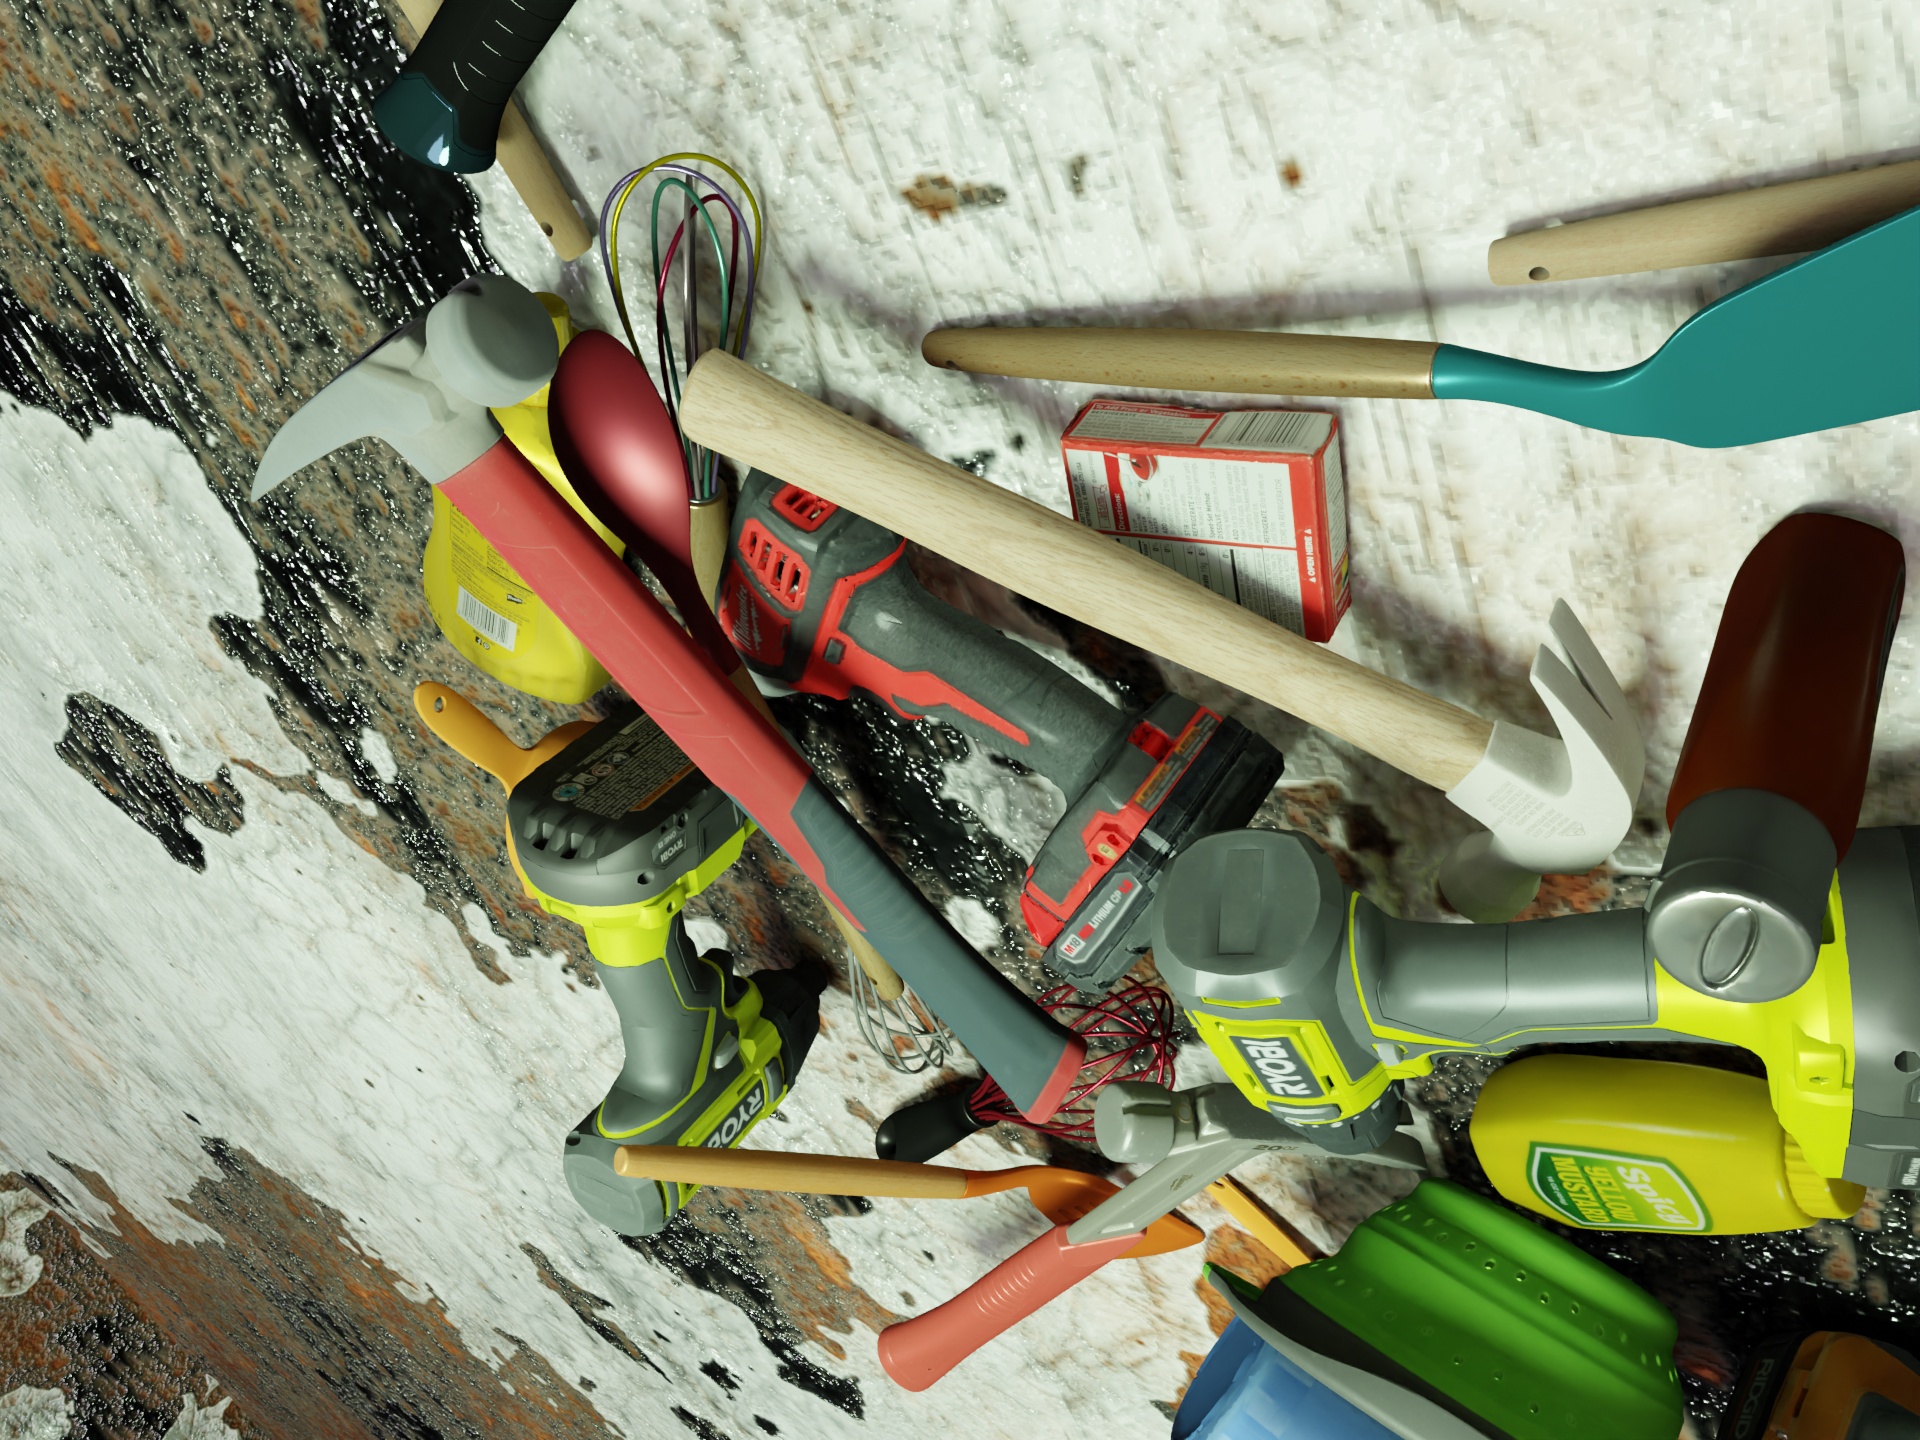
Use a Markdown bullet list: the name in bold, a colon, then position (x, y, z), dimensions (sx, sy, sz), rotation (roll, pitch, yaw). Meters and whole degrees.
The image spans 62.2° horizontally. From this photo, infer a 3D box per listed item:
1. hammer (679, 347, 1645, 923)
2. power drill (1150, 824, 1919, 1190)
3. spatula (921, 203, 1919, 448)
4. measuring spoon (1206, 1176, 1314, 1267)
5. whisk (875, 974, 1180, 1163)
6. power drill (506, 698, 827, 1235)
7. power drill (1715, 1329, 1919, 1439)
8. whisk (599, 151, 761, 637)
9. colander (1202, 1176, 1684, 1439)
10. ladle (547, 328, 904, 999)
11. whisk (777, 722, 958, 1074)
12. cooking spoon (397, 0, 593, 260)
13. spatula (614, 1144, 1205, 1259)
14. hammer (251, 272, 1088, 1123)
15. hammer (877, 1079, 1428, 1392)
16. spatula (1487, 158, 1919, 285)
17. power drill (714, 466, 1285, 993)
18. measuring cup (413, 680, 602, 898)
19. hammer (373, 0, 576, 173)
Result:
- **hammer**: position (0.061, -0.039, 0.513), dimensions (0.331, 0.031, 0.130), rotation (26, 148, 3)
- **power drill**: position (0.193, 0.100, 0.522), dimensions (0.228, 0.080, 0.190), rotation (-4, 146, 25)
- **spatula**: position (0.117, -0.110, 0.457), dimensions (0.318, 0.044, 0.082), rotation (12, 165, 37)
- **measuring spoon**: position (0.161, 0.256, 0.787), dimensions (0.117, 0.011, 0.021), rotation (42, 145, 1)
- **whisk**: position (0.020, 0.186, 0.784), dimensions (0.073, 0.073, 0.295), rotation (41, 145, -4)
- **power drill**: position (-0.124, 0.105, 0.742), dimensions (0.080, 0.171, 0.223), rotation (15, 126, 26)
- **power drill**: position (0.403, 0.287, 0.545), dimensions (0.185, 0.084, 0.226), rotation (37, 156, 1)
- **whisk**: position (-0.098, -0.106, 0.615), dimensions (0.051, 0.047, 0.244), rotation (34, 145, 22)
- **colander**: position (0.260, 0.265, 0.577), dimensions (0.204, 0.094, 0.397), rotation (37, 170, -30)
- **ladle**: position (-0.080, -0.001, 0.611), dimensions (0.069, 0.031, 0.315), rotation (17, 140, 44)
- **whisk**: position (-0.050, 0.086, 0.726), dimensions (0.055, 0.055, 0.238), rotation (6, 138, 32)
- **cooking spoon**: position (-0.216, -0.301, 0.533), dimensions (0.069, 0.017, 0.318), rotation (-8, 122, 41)
- **spatula**: position (-0.019, 0.232, 0.770), dimensions (0.322, 0.041, 0.081), rotation (16, 148, -35)
- **hammer**: position (-0.084, 0.023, 0.587), dimensions (0.143, 0.038, 0.386), rotation (-17, 123, 39)
- **hammer**: position (0.058, 0.258, 0.765), dimensions (0.149, 0.037, 0.359), rotation (10, 141, -23)
- **spatula**: position (0.274, -0.125, 0.343), dimensions (0.316, 0.018, 0.059), rotation (1, 148, 36)
- **power drill**: position (-0.001, -0.002, 0.610), dimensions (0.220, 0.078, 0.143), rotation (38, 147, 6)
- **measuring cup**: position (-0.183, 0.028, 0.733), dimensions (0.052, 0.095, 0.173), rotation (11, 158, 24)
- **hammer**: position (-0.087, -0.265, 0.449), dimensions (0.128, 0.033, 0.331), rotation (48, 134, -11)
